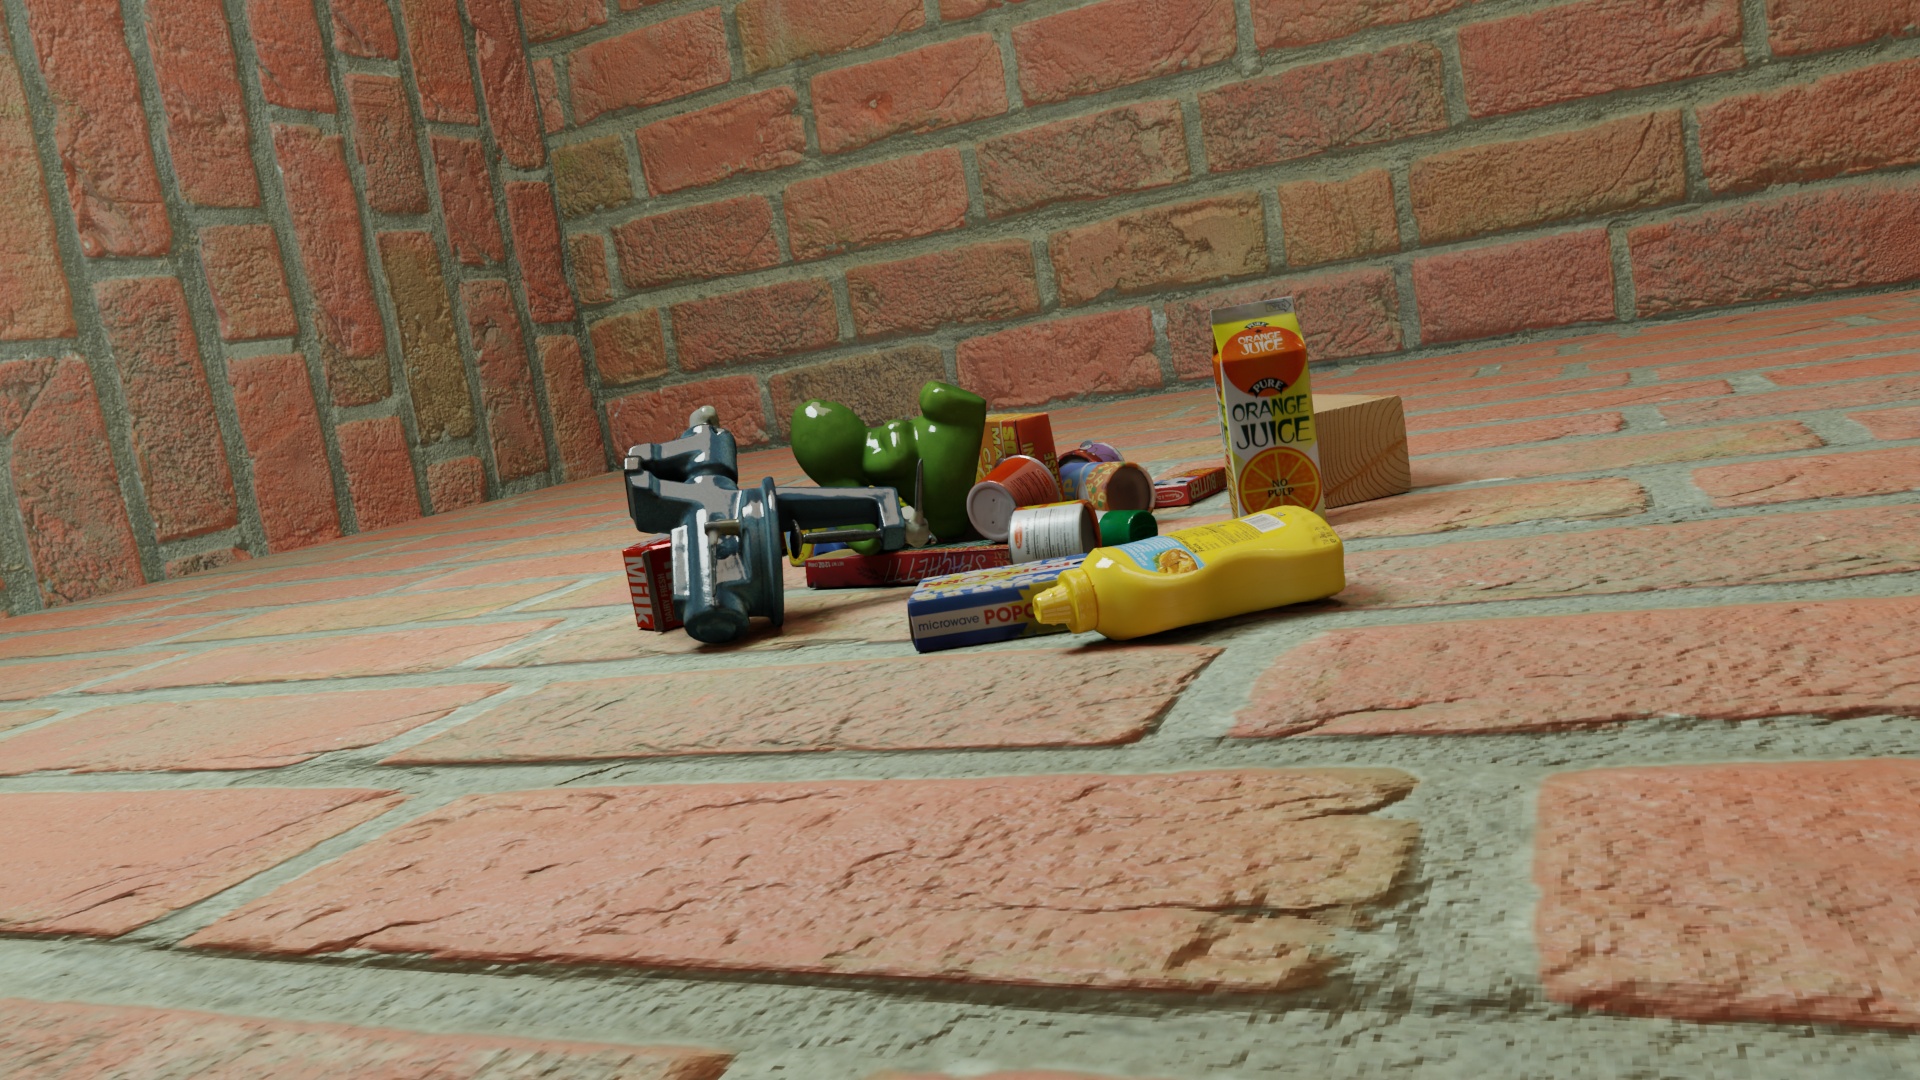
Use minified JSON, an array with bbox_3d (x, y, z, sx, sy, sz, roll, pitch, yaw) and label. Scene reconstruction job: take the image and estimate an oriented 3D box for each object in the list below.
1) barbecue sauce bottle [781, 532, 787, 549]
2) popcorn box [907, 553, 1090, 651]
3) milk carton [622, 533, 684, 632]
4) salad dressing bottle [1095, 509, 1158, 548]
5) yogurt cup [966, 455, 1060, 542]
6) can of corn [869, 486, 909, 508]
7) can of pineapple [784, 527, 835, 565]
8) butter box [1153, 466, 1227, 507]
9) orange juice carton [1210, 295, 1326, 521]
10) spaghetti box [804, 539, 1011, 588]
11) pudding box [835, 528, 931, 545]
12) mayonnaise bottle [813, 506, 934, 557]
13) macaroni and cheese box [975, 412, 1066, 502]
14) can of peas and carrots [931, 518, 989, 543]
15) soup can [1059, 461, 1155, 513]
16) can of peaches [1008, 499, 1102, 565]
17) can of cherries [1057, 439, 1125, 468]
[{"bbox_3d":[-0.228,0.001,1.533,0.065,0.043,0.149,-6,9,20],"label":"barbecue sauce bottle"},{"bbox_3d":[0.031,0.042,0.963,0.127,0.038,0.085,-9,7,6],"label":"popcorn box"},{"bbox_3d":[-0.247,0.029,1.256,0.073,0.072,0.191,-8,7,10],"label":"milk carton"},{"bbox_3d":[0.106,-0.008,1.199,0.064,0.044,0.147,-14,9,-38],"label":"salad dressing bottle"},{"bbox_3d":[0.042,-0.032,1.169,0.072,0.072,0.054,-3,17,39],"label":"yogurt cup"},{"bbox_3d":[-0.083,-0.031,1.515,0.058,0.071,0.071,-12,8,-16],"label":"can of corn"},{"bbox_3d":[-0.152,-0.008,1.450,0.071,0.057,0.071,-10,8,1],"label":"can of pineapple"},{"bbox_3d":[0.236,-0.056,1.454,0.053,0.024,0.104,-5,9,34],"label":"butter box"},{"bbox_3d":[0.257,-0.105,1.175,0.072,0.192,0.073,-8,8,5],"label":"orange juice carton"},{"bbox_3d":[-0.028,0.020,1.215,0.250,0.028,0.050,-4,9,36],"label":"spaghetti box"},{"bbox_3d":[-0.073,-0.003,1.313,0.084,0.030,0.050,32,33,34],"label":"pudding box"},{"bbox_3d":[-0.084,-0.001,1.391,0.064,0.041,0.149,1,15,39],"label":"mayonnaise bottle"},{"bbox_3d":[0.043,-0.061,1.359,0.040,0.123,0.166,-16,10,-22],"label":"macaroni and cheese box"},{"bbox_3d":[0.005,-0.016,1.306,0.071,0.071,0.059,-10,8,-1],"label":"can of peas and carrots"},{"bbox_3d":[0.133,-0.041,1.328,0.071,0.071,0.083,-15,10,-33],"label":"soup can"},{"bbox_3d":[0.075,0.004,1.083,0.058,0.071,0.071,-7,8,20],"label":"can of peaches"},{"bbox_3d":[0.138,-0.072,1.516,0.071,0.071,0.058,-4,11,37],"label":"can of cherries"}]
